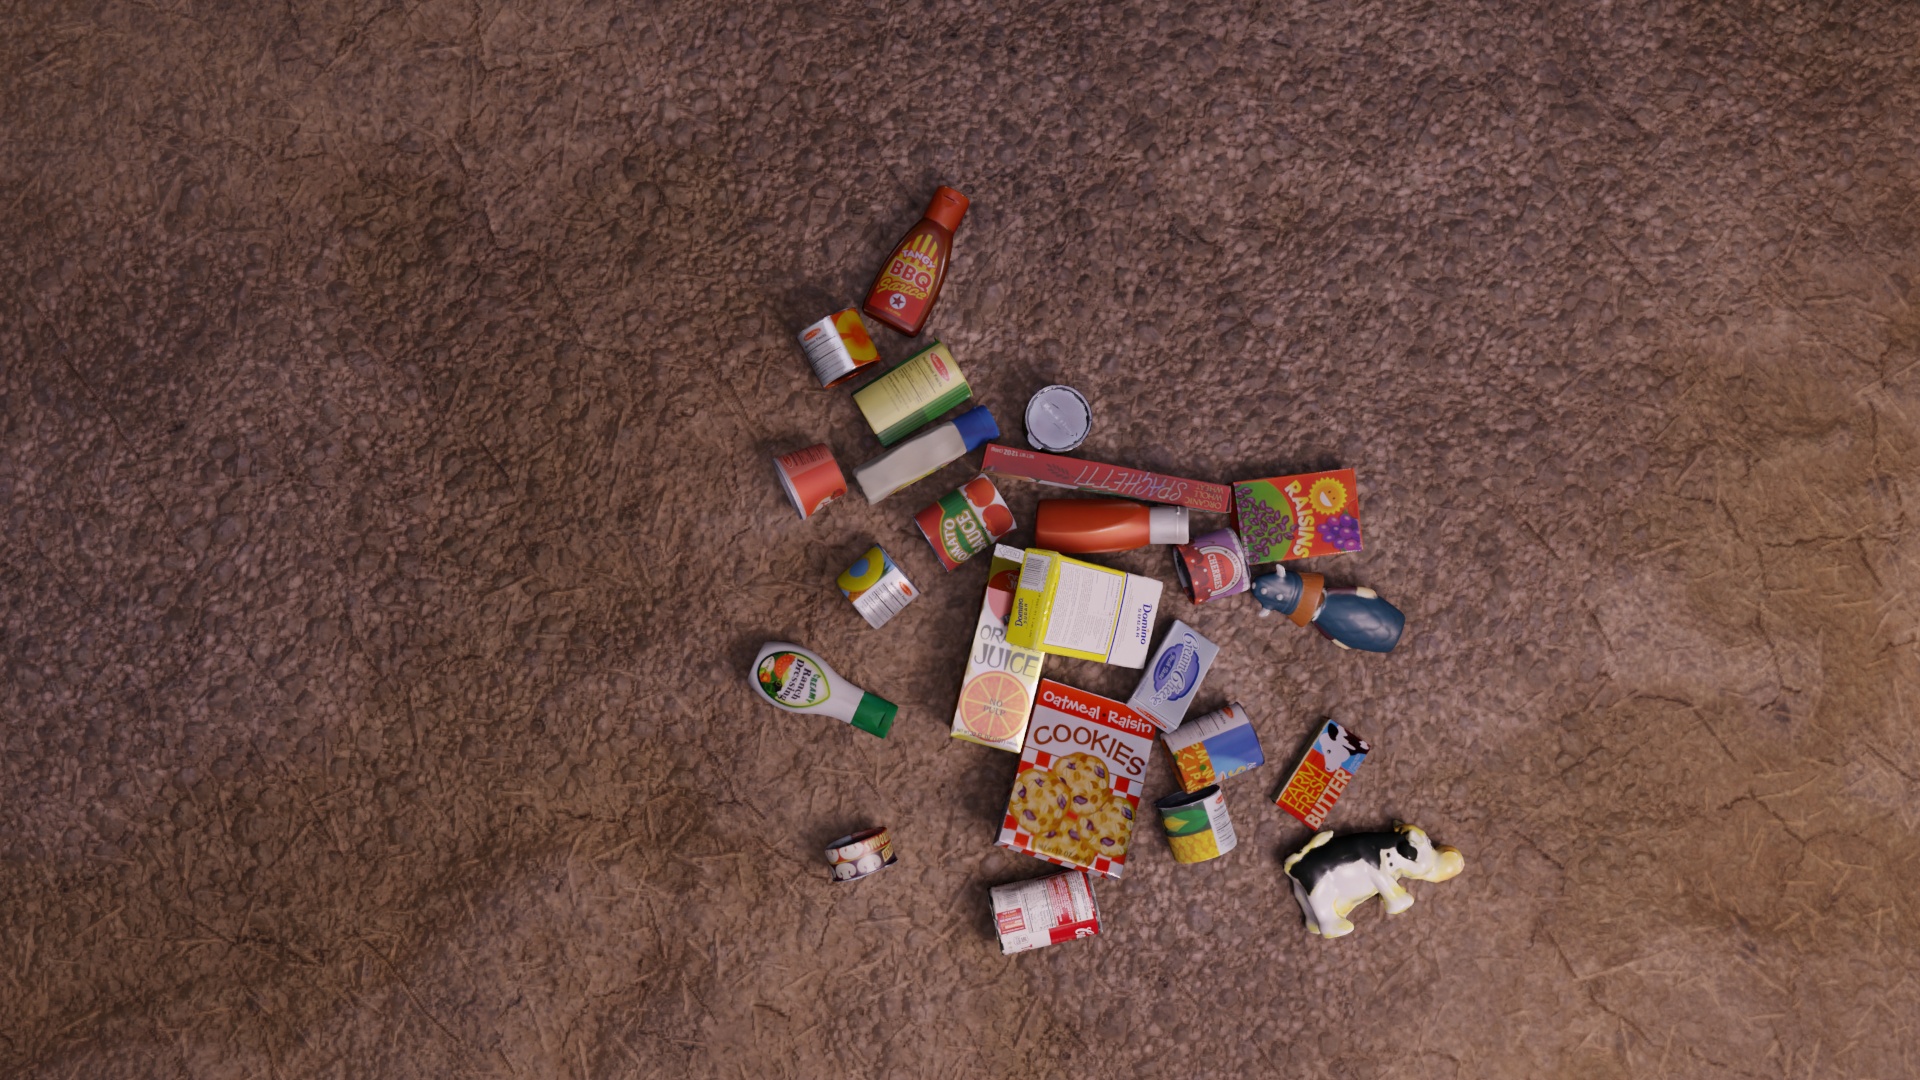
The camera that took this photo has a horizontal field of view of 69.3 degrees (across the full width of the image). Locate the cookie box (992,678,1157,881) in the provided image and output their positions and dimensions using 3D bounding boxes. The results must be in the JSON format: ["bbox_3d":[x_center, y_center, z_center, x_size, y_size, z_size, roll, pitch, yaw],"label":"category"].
[{"bbox_3d":[0.114,0.233,1.358,0.123,0.040,0.168,18,69,-2],"label":"cookie box"}]

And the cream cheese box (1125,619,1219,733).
[{"bbox_3d":[0.211,0.134,1.377,0.053,0.024,0.104,34,63,0],"label":"cream cheese box"}]

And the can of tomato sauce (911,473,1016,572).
[{"bbox_3d":[0.005,-0.017,1.370,0.083,0.071,0.071,-32,90,-3],"label":"can of tomato sauce"}]

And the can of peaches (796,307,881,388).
[{"bbox_3d":[-0.118,-0.190,1.373,0.071,0.071,0.058,-27,90,-2],"label":"can of peaches"}]

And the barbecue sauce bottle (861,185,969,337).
[{"bbox_3d":[-0.039,-0.281,1.388,0.065,0.043,0.148,27,87,0],"label":"barbecue sauce bottle"}]

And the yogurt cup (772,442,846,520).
[{"bbox_3d":[-0.147,-0.061,1.369,0.054,0.072,0.072,-27,90,-10],"label":"yogurt cup"}]

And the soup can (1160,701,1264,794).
[{"bbox_3d":[0.250,0.208,1.376,0.084,0.071,0.071,-22,90,-2],"label":"soup can"}]

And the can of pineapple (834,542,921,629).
[{"bbox_3d":[-0.082,0.044,1.369,0.058,0.071,0.071,-40,91,-2],"label":"can of pineapple"}]

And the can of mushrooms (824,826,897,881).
[{"bbox_3d":[-0.096,0.306,1.359,0.071,0.071,0.033,-18,88,-2],"label":"can of mushrooms"}]

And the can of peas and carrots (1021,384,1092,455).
[{"bbox_3d":[0.093,-0.117,1.381,0.071,0.058,0.071,0,89,-1],"label":"can of peas and carrots"}]

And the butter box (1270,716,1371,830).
[{"bbox_3d":[0.363,0.235,1.400,0.053,0.024,0.103,34,87,-1],"label":"butter box"}]

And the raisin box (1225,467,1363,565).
[{"bbox_3d":[0.336,-0.024,1.398,0.123,0.040,0.086,-7,88,-3],"label":"raisin box"}]

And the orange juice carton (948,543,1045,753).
[{"bbox_3d":[0.046,0.104,1.367,0.072,0.073,0.192,14,88,-1],"label":"orange juice carton"}]

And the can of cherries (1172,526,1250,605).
[{"bbox_3d":[0.249,0.026,1.377,0.058,0.071,0.071,-16,90,-2],"label":"can of cherries"}]

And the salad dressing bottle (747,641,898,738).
[{"bbox_3d":[-0.135,0.150,1.374,0.148,0.044,0.064,24,87,-2],"label":"salad dressing bottle"}]

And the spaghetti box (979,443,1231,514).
[{"bbox_3d":[0.145,-0.060,1.386,0.250,0.050,0.028,10,89,-2],"label":"spaghetti box"}]

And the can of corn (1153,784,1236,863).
[{"bbox_3d":[0.232,0.281,1.375,0.071,0.071,0.058,-18,90,-2],"label":"can of corn"}]

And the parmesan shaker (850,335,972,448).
[{"bbox_3d":[-0.050,-0.147,1.374,0.103,0.071,0.071,-32,90,-2],"label":"parmesan shaker"}]

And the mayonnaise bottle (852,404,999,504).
[{"bbox_3d":[-0.034,-0.086,1.376,0.148,0.065,0.041,-28,93,-6],"label":"mayonnaise bottle"}]

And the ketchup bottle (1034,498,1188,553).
[{"bbox_3d":[0.149,-0.015,1.367,0.149,0.065,0.043,0,126,8],"label":"ketchup bottle"}]
